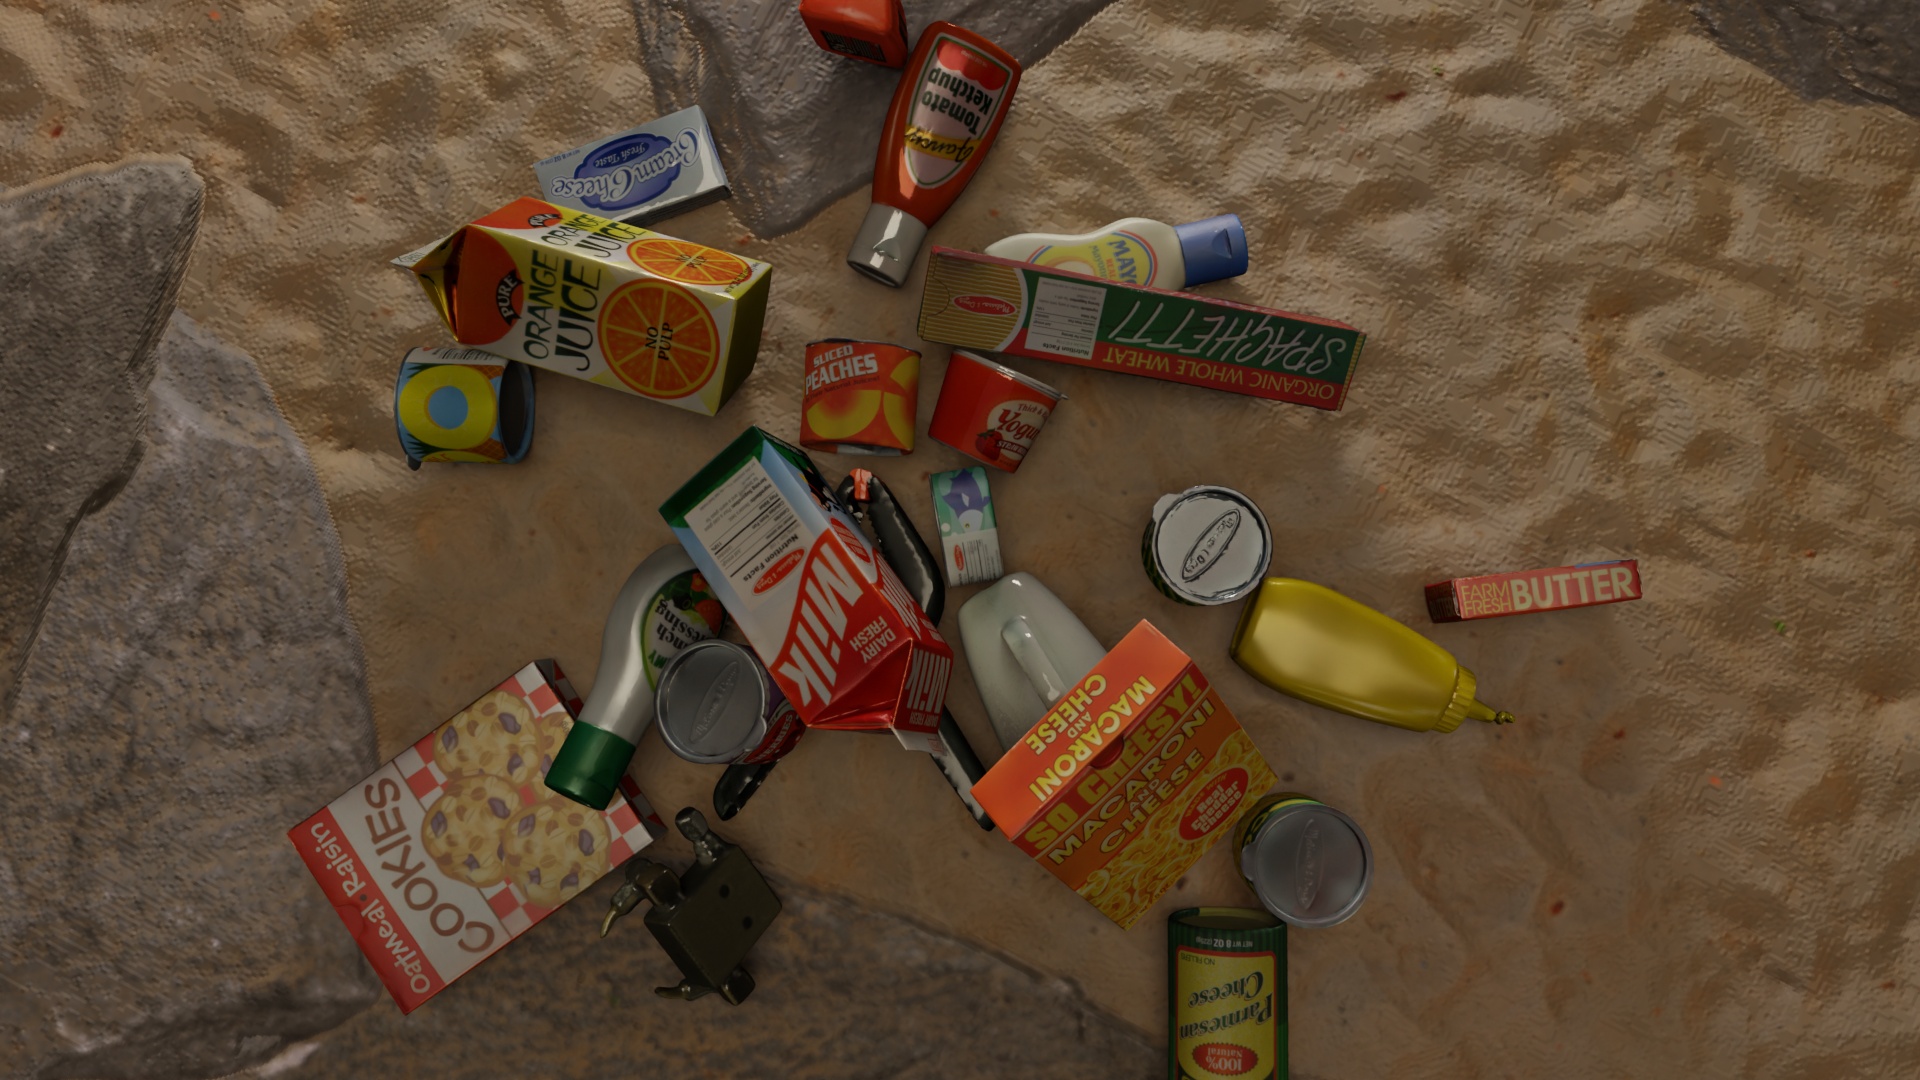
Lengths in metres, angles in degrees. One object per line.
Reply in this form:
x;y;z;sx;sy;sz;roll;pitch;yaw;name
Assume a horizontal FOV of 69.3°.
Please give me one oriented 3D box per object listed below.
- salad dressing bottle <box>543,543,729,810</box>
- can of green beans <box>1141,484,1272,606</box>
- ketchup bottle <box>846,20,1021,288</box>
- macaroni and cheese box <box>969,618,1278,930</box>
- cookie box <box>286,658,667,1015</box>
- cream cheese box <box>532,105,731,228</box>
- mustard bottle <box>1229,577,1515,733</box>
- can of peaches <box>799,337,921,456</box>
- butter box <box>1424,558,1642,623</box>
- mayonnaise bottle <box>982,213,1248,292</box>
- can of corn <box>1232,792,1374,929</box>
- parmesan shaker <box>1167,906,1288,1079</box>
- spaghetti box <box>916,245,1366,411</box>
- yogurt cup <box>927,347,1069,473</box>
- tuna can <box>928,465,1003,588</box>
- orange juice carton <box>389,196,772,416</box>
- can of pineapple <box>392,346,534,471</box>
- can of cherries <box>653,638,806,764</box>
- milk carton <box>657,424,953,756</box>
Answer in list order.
-0.178;0.075;0.767;0.044;0.064;0.148;6;62;41;salad dressing bottle
0.137;0.004;0.784;0.071;0.058;0.071;0;86;1;can of green beans
-0.021;-0.222;0.809;0.065;0.043;0.149;24;87;-15;ketchup bottle
0.092;0.128;0.726;0.124;0.166;0.040;-45;51;-2;macaroni and cheese box
-0.272;0.165;0.785;0.167;0.040;0.123;-35;87;-2;cookie box
-0.193;-0.213;0.821;0.104;0.024;0.053;-20;87;-1;cream cheese box
0.234;0.074;0.782;0.160;0.049;0.065;23;87;2;mustard bottle
-0.058;-0.080;0.786;0.071;0.071;0.058;4;87;1;can of peaches
0.321;0.029;0.782;0.103;0.053;0.024;-7;84;0;butter box
0.090;-0.156;0.804;0.148;0.041;0.064;-13;93;0;mayonnaise bottle
0.186;0.175;0.770;0.071;0.058;0.071;0;86;1;can of corn
0.143;0.259;0.761;0.071;0.071;0.103;0;86;1;parmesan shaker
0.101;-0.118;0.779;0.250;0.029;0.050;9;110;-9;spaghetti box
0.016;-0.073;0.789;0.072;0.072;0.054;24;95;2;yogurt cup
0.003;-0.010;0.784;0.033;0.071;0.071;-10;86;-1;tuna can
-0.212;-0.139;0.780;0.193;0.072;0.072;16;118;2;orange juice carton
-0.281;-0.075;0.791;0.058;0.071;0.071;2;86;1;can of pineapple
-0.121;0.091;0.753;0.071;0.058;0.071;-4;79;19;can of cherries
-0.071;0.037;0.739;0.073;0.072;0.191;-40;71;7;milk carton
